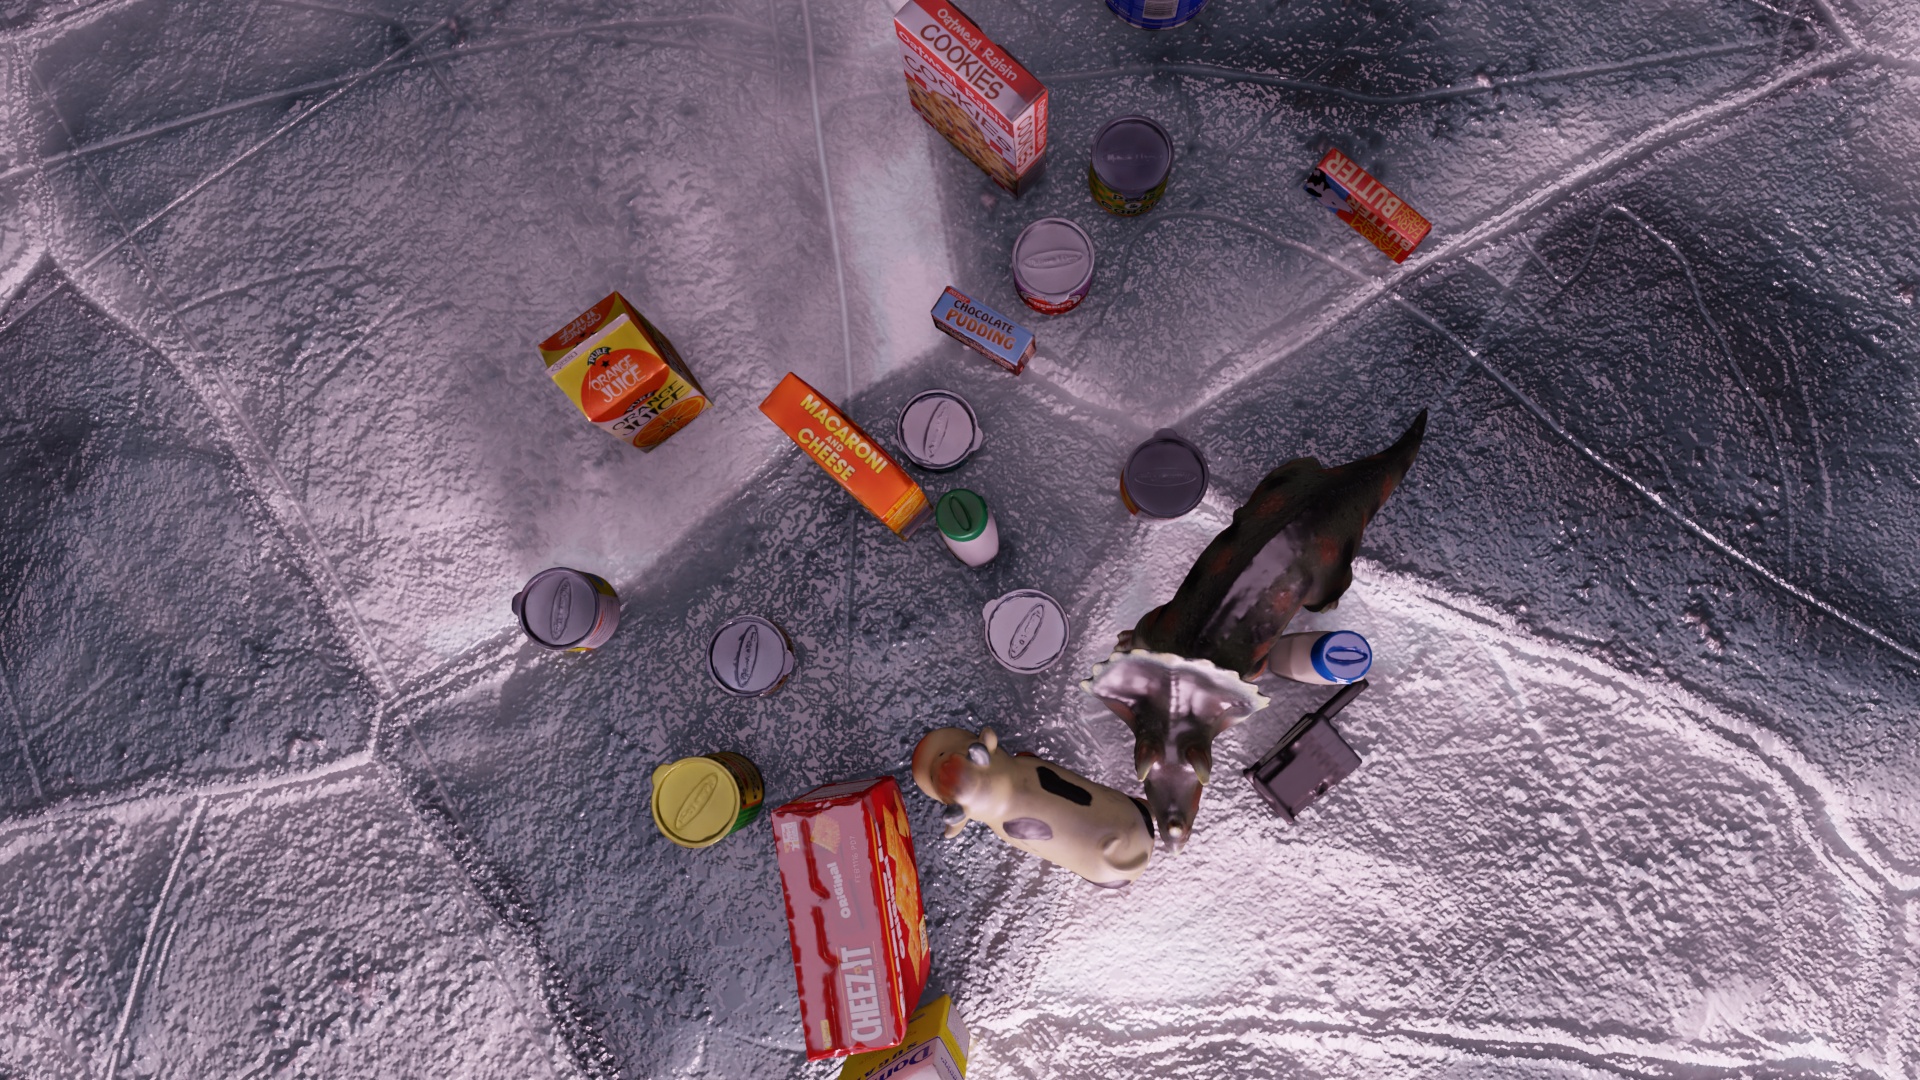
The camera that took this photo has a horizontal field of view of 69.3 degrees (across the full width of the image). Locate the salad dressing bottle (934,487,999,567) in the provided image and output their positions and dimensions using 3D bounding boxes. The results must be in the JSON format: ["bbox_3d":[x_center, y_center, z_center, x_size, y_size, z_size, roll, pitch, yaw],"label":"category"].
[{"bbox_3d":[0.004,-0.013,1.062,0.044,0.147,0.064,-27,83,0],"label":"salad dressing bottle"}]

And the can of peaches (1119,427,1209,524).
[{"bbox_3d":[0.161,-0.049,1.103,0.071,0.058,0.071,0,84,3],"label":"can of peaches"}]

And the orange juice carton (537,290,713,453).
[{"bbox_3d":[-0.258,-0.129,1.065,0.072,0.192,0.073,-36,84,-1],"label":"orange juice carton"}]

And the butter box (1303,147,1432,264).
[{"bbox_3d":[0.328,-0.270,1.122,0.103,0.053,0.024,41,88,6],"label":"butter box"}]

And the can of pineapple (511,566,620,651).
[{"bbox_3d":[-0.315,0.055,1.115,0.071,0.058,0.071,0,84,3],"label":"can of pineapple"}]

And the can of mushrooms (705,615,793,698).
[{"bbox_3d":[-0.166,0.094,1.115,0.071,0.033,0.071,0,84,3],"label":"can of mushrooms"}]

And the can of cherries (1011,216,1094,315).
[{"bbox_3d":[0.074,-0.219,1.126,0.071,0.058,0.071,0,84,3],"label":"can of cherries"}]

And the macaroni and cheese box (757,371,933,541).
[{"bbox_3d":[-0.083,-0.061,1.062,0.124,0.166,0.040,42,88,6],"label":"macaroni and cheese box"}]

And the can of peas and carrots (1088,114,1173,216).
[{"bbox_3d":[0.138,-0.302,1.132,0.071,0.058,0.071,0,84,3],"label":"can of peas and carrots"}]

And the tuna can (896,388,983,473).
[{"bbox_3d":[-0.015,-0.088,1.129,0.071,0.033,0.071,0,84,3],"label":"tuna can"}]

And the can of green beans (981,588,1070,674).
[{"bbox_3d":[0.053,0.072,1.095,0.071,0.058,0.071,0,84,3],"label":"can of green beans"}]

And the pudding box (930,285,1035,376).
[{"bbox_3d":[0.019,-0.170,1.128,0.084,0.049,0.030,32,87,6],"label":"pudding box"}]

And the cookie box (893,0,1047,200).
[{"bbox_3d":[0.011,-0.347,1.089,0.123,0.167,0.040,43,88,6],"label":"cookie box"}]

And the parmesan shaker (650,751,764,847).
[{"bbox_3d":[-0.194,0.195,1.071,0.071,0.103,0.071,0,84,3],"label":"parmesan shaker"}]

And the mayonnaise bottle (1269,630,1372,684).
[{"bbox_3d":[0.273,0.087,1.037,0.065,0.148,0.041,2,84,3],"label":"mayonnaise bottle"}]
